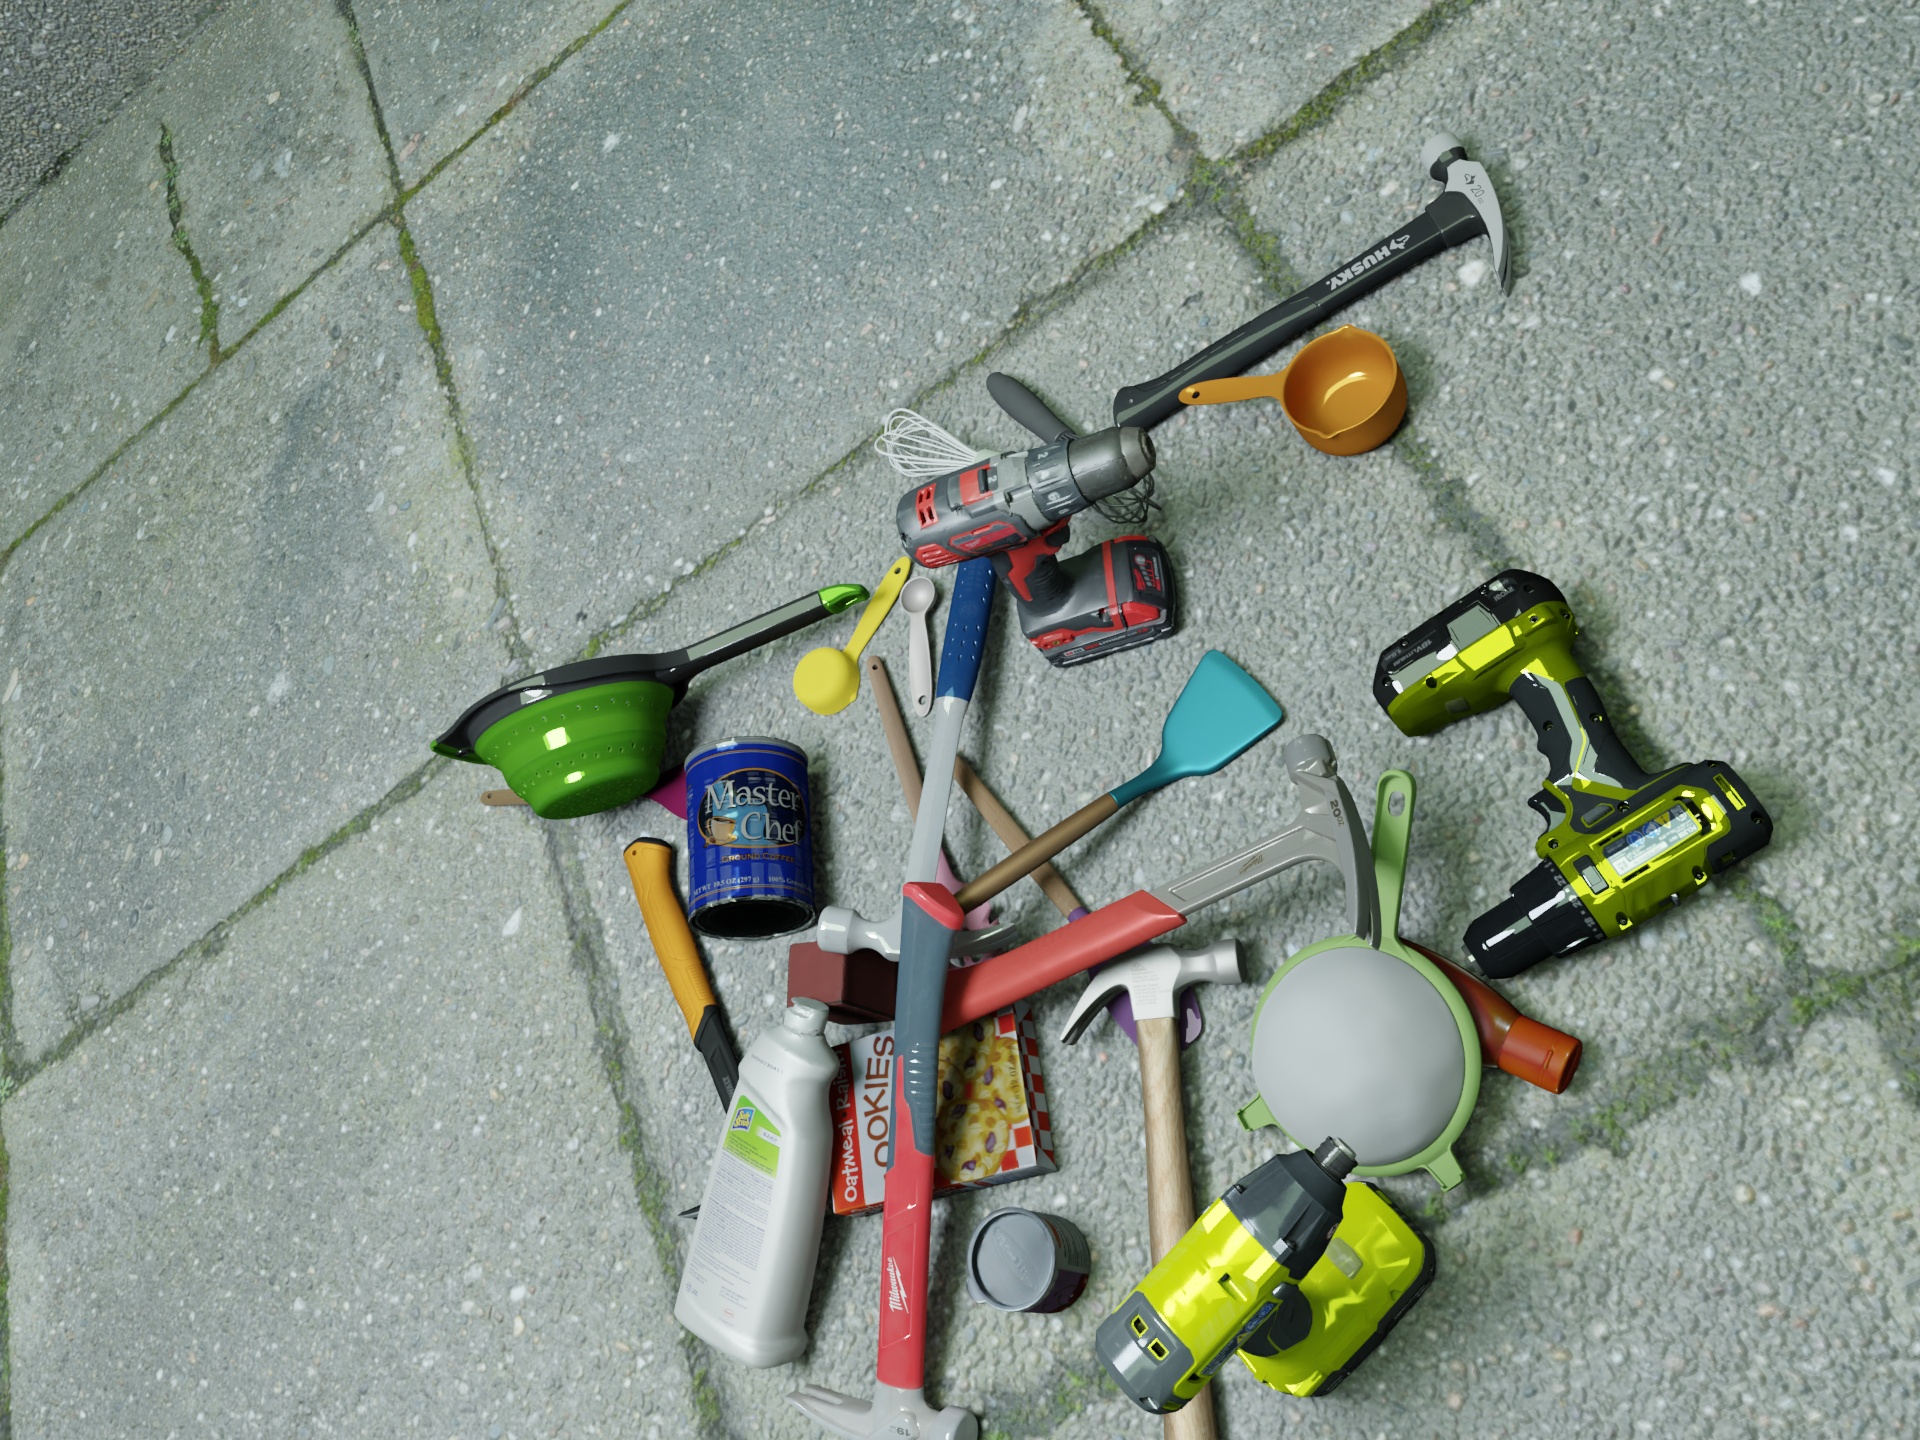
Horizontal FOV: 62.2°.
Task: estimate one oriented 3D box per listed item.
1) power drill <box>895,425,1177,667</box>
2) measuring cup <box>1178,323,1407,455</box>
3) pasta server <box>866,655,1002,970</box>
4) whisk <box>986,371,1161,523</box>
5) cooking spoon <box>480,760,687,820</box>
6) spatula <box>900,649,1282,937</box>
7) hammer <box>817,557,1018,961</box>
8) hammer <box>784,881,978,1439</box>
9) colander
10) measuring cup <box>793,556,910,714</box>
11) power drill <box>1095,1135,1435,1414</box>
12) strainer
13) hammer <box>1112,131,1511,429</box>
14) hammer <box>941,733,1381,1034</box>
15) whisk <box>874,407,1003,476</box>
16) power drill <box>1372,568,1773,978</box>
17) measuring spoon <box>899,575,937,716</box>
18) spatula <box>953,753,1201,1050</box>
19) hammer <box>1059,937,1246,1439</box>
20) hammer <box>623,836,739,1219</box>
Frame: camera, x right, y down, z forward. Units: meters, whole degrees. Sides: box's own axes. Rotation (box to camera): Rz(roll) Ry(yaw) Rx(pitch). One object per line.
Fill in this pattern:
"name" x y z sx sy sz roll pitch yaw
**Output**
"power drill" 0.084 -0.130 1.157 0.188 0.226 0.080 -17 62 25
"measuring cup" 0.254 -0.243 1.213 0.174 0.052 0.095 3 71 34
"pasta server" -0.032 0.070 1.261 0.060 0.040 0.317 -17 57 -3
"whisk" 0.088 -0.231 1.315 0.055 0.055 0.239 -46 49 6
"cooking spoon" -0.318 0.064 1.450 0.319 0.017 0.069 -5 67 29
"spatula" 0.088 0.066 1.151 0.317 0.044 0.082 -34 57 -12
"hammer" -0.002 -0.004 1.242 0.144 0.035 0.406 6 63 9
"hammer" -0.048 0.305 1.104 0.143 0.038 0.386 2 89 32
"colander" -0.250 -0.005 1.360 0.397 0.204 0.094 -22 77 9
"measuring cup" -0.092 -0.078 1.364 0.062 0.029 0.156 31 90 36
"power drill" 0.187 0.316 0.907 0.171 0.223 0.080 -49 54 5
"strainer" 0.244 0.156 0.979 0.151 0.069 0.256 9 92 36
"hammer" 0.267 -0.315 1.245 0.335 0.035 0.146 -30 57 18
"hammer" 0.106 0.145 1.056 0.359 0.036 0.149 -30 45 29
"whisk" 0.014 -0.217 1.330 0.246 0.058 0.059 24 127 43
"power drill" 0.364 0.036 1.012 0.190 0.080 0.229 -35 59 13
"measuring spoon" -0.031 -0.061 1.334 0.034 0.018 0.124 -11 71 27
"spatula" 0.073 0.124 1.186 0.060 0.018 0.316 -44 55 5
"hammer" 0.137 0.313 1.050 0.130 0.031 0.331 -10 68 20
"hammer" -0.221 0.237 1.308 0.127 0.034 0.337 -36 55 12
